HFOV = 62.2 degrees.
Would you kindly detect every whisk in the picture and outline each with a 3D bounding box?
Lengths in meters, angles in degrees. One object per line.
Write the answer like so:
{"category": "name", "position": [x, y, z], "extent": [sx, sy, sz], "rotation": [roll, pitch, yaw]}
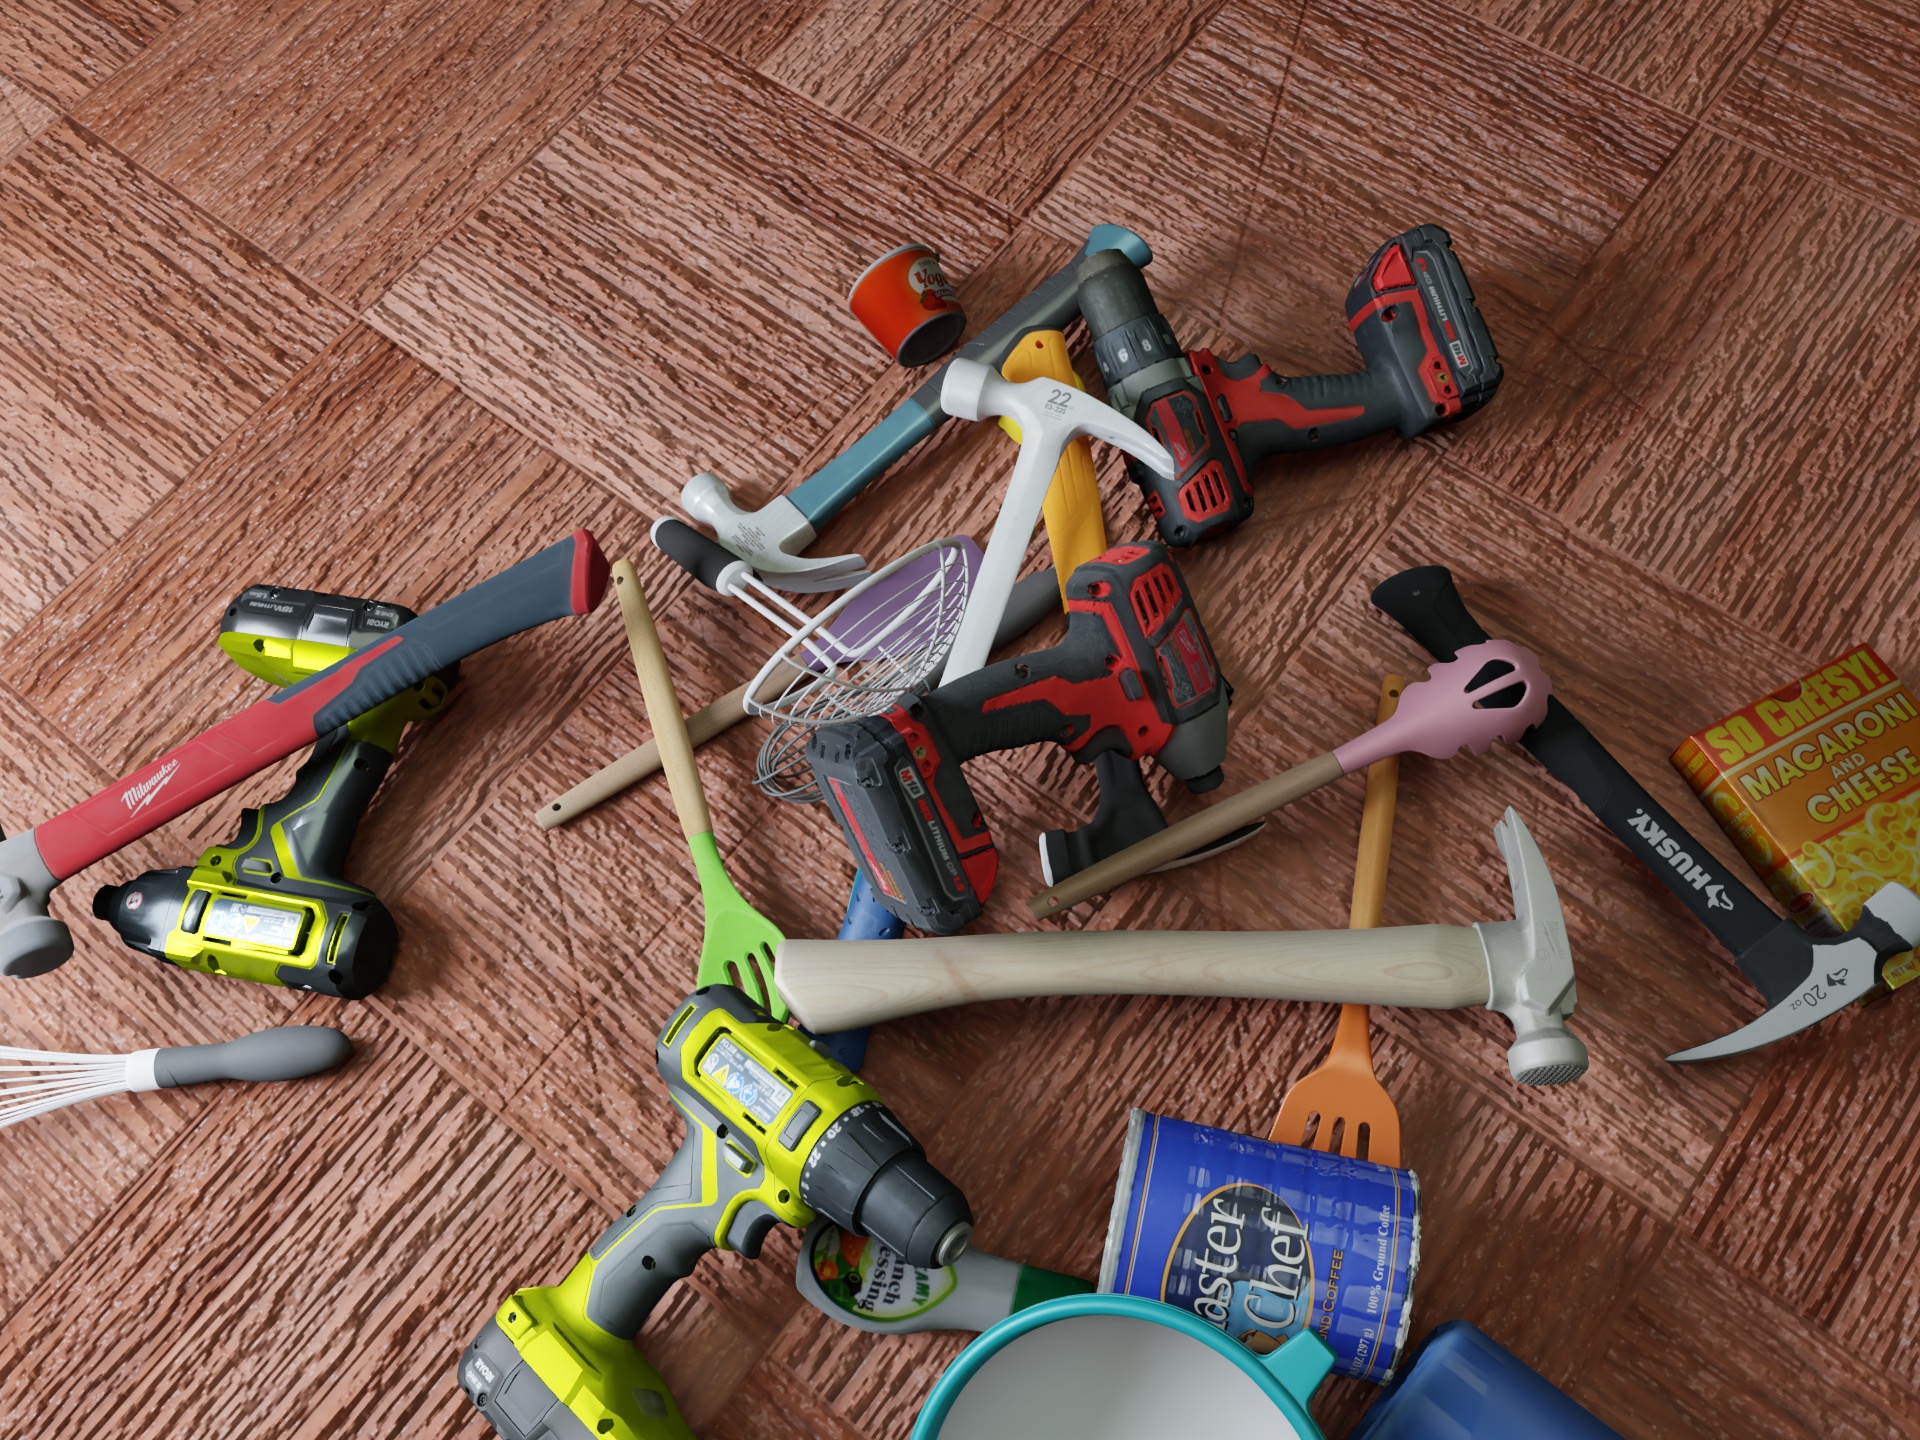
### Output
{"category": "whisk", "position": [-0.023, -0.027, 0.947], "extent": [0.239, 0.055, 0.055], "rotation": [-36, 68, -15]}
{"category": "whisk", "position": [-0.482, 0.198, 0.880], "extent": [0.284, 0.070, 0.070], "rotation": [-6, 66, -4]}

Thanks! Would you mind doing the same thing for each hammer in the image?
{"category": "hammer", "position": [0.082, -0.077, 0.933], "extent": [0.127, 0.034, 0.337], "rotation": [-10, 77, 0]}
{"category": "hammer", "position": [0.348, 0.036, 0.882], "extent": [0.146, 0.035, 0.335], "rotation": [-43, 63, 9]}
{"category": "hammer", "position": [-0.378, -0.014, 0.888], "extent": [0.386, 0.038, 0.143], "rotation": [-30, 71, -4]}
{"category": "hammer", "position": [0.110, 0.119, 0.835], "extent": [0.410, 0.038, 0.146], "rotation": [-1, 60, 0]}
{"category": "hammer", "position": [-0.015, -0.204, 1.006], "extent": [0.331, 0.033, 0.128], "rotation": [-41, 65, -6]}
{"category": "hammer", "position": [-0.001, -0.003, 0.891], "extent": [0.144, 0.035, 0.405], "rotation": [18, 81, 13]}

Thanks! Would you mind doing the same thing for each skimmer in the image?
{"category": "skimmer", "position": [-0.111, -0.083, 0.852], "extent": [0.127, 0.090, 0.364], "rotation": [-37, 34, -13]}

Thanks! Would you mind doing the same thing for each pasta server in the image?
{"category": "pasta server", "position": [0.181, 0.037, 0.873], "extent": [0.316, 0.040, 0.060], "rotation": [-26, 77, 1]}

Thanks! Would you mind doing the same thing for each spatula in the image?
{"category": "spatula", "position": [-0.115, -0.019, 0.965], "extent": [0.316, 0.018, 0.060], "rotation": [-31, 68, -10]}
{"category": "spatula", "position": [0.221, 0.119, 0.877], "extent": [0.081, 0.041, 0.323], "rotation": [10, 63, 9]}

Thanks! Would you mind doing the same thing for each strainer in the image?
{"category": "strainer", "position": [0.026, 0.371, 0.752], "extent": [0.340, 0.095, 0.211], "rotation": [-4, 78, 24]}

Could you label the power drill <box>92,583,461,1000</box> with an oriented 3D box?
{"category": "power drill", "position": [-0.396, 0.040, 0.930], "extent": [0.171, 0.080, 0.223], "rotation": [9, 70, 8]}

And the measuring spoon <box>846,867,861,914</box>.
{"category": "measuring spoon", "position": [-0.050, 0.093, 0.915], "extent": [0.042, 0.021, 0.129], "rotation": [8, 76, 7]}

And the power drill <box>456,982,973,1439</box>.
{"category": "power drill", "position": [-0.117, 0.266, 0.771], "extent": [0.191, 0.080, 0.228], "rotation": [31, 81, 33]}

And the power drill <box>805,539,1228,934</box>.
{"category": "power drill", "position": [0.044, 0.013, 0.832], "extent": [0.219, 0.079, 0.143], "rotation": [-31, 107, -20]}

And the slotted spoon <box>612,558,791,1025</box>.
{"category": "slotted spoon", "position": [-0.155, 0.043, 0.918], "extent": [0.070, 0.031, 0.314], "rotation": [-29, 69, 23]}

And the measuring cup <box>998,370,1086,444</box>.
{"category": "measuring cup", "position": [0.065, -0.163, 1.007], "extent": [0.062, 0.029, 0.157], "rotation": [-13, 63, -2]}

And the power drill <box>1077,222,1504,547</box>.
{"category": "power drill", "position": [0.193, -0.228, 0.977], "extent": [0.226, 0.080, 0.188], "rotation": [-22, 88, -3]}
